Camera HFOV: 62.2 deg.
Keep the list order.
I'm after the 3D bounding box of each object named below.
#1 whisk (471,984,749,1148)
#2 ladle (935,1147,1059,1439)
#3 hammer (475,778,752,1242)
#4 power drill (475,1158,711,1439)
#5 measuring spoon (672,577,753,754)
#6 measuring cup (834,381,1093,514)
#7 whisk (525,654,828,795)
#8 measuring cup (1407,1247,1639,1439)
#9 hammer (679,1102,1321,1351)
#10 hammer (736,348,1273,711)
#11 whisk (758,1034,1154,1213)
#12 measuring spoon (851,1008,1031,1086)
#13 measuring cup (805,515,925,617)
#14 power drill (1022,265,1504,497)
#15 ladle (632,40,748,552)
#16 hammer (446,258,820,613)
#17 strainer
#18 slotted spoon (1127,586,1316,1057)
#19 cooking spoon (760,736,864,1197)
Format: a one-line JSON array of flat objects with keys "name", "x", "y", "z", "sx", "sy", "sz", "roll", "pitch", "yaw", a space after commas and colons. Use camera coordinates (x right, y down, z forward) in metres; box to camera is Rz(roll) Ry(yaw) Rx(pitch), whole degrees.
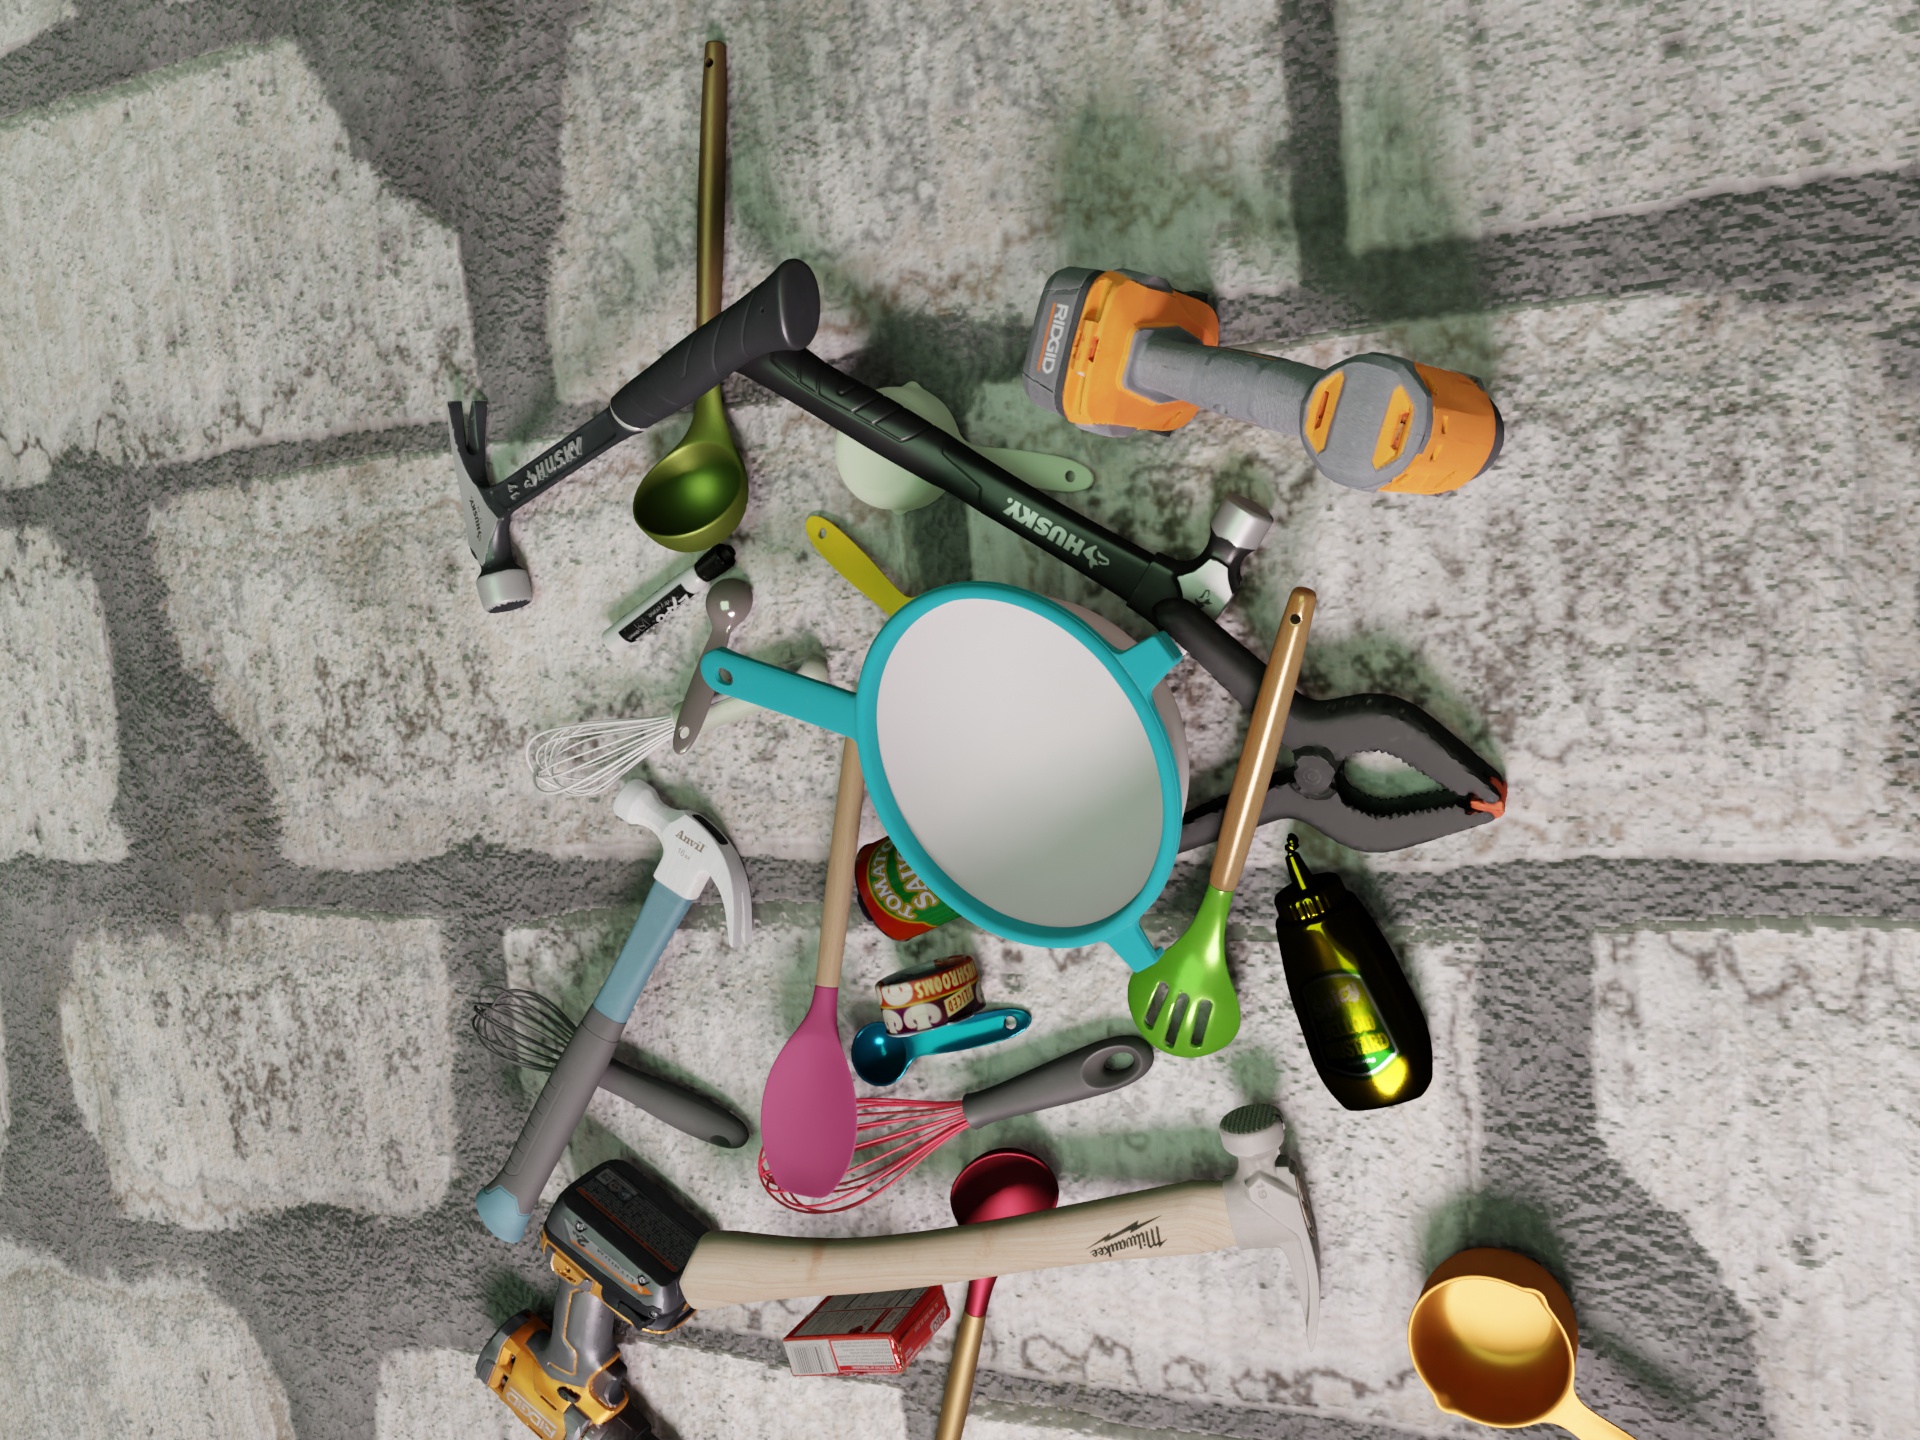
[{"name": "whisk", "x": -0.255, "y": 0.251, "z": 1.148, "sx": 0.239, "sy": 0.055, "sz": 0.055, "roll": 21, "pitch": 107, "yaw": 17}, {"name": "ladle", "x": 0.007, "y": 0.413, "z": 1.054, "sx": 0.069, "sy": 0.031, "sz": 0.315, "roll": 10, "pitch": 107, "yaw": -4}, {"name": "hammer", "x": -0.251, "y": 0.214, "z": 1.107, "sx": 0.128, "sy": 0.033, "sz": 0.331, "roll": 30, "pitch": 97, "yaw": 15}, {"name": "power drill", "x": -0.249, "y": 0.457, "z": 1.159, "sx": 0.185, "sy": 0.084, "sz": 0.226, "roll": 34, "pitch": 116, "yaw": 17}, {"name": "measuring spoon", "x": -0.168, "y": -0.038, "z": 1.043, "sx": 0.034, "sy": 0.018, "sz": 0.124, "roll": 10, "pitch": 77, "yaw": 28}, {"name": "measuring cup", "x": -0.002, "y": -0.157, "z": 0.958, "sx": 0.168, "sy": 0.038, "sz": 0.083, "roll": 14, "pitch": 104, "yaw": 26}, {"name": "whisk", "x": -0.195, "y": 0.002, "z": 1.077, "sx": 0.246, "sy": 0.058, "sz": 0.059, "roll": -19, "pitch": 124, "yaw": 23}, {"name": "measuring cup", "x": 0.331, "y": 0.363, "z": 0.876, "sx": 0.174, "sy": 0.052, "sz": 0.095, "roll": 35, "pitch": 111, "yaw": 15}, {"name": "hammer", "x": 0.015, "y": 0.338, "z": 0.992, "sx": 0.410, "sy": 0.038, "sz": 0.146, "roll": -13, "pitch": 100, "yaw": 18}, {"name": "hammer", "x": 0.002, "y": -0.138, "z": 0.928, "sx": 0.335, "sy": 0.035, "sz": 0.146, "roll": 31, "pitch": 112, "yaw": 6}, {"name": "whisk", "x": -0.010, "y": 0.257, "z": 1.023, "sx": 0.296, "sy": 0.073, "sz": 0.073, "roll": -24, "pitch": 88, "yaw": 21}, {"name": "measuring spoon", "x": -0.010, "y": 0.208, "z": 1.039, "sx": 0.128, "sy": 0.021, "sz": 0.042, "roll": -17, "pitch": 78, "yaw": 18}, {"name": "measuring cup", "x": -0.042, "y": -0.081, "z": 1.004, "sx": 0.157, "sy": 0.029, "sz": 0.062, "roll": 44, "pitch": 115, "yaw": 26}, {"name": "power drill", "x": 0.165, "y": -0.170, "z": 0.824, "sx": 0.227, "sy": 0.164, "sz": 0.084, "roll": 24, "pitch": 109, "yaw": 34}, {"name": "ladle", "x": -0.167, "y": -0.268, "z": 1.012, "sx": 0.078, "sy": 0.062, "sz": 0.320, "roll": 6, "pitch": 98, "yaw": 22}, {"name": "hammer", "x": -0.217, "y": -0.189, "z": 0.992, "sx": 0.409, "sy": 0.036, "sz": 0.149, "roll": -18, "pitch": 87, "yaw": 47}, {"name": "strainer", "x": -0.001, "y": -0.003, "z": 0.922, "sx": 0.340, "sy": 0.095, "sz": 0.210, "roll": 18, "pitch": 120, "yaw": 34}, {"name": "slotted spoon", "x": 0.150, "y": 0.070, "z": 0.889, "sx": 0.070, "sy": 0.031, "sz": 0.313, "roll": 19, "pitch": 118, "yaw": 16}, {"name": "cooking spoon", "x": -0.082, "y": 0.144, "z": 1.020, "sx": 0.069, "sy": 0.017, "sz": 0.319, "roll": 6, "pitch": 88, "yaw": 22}]
